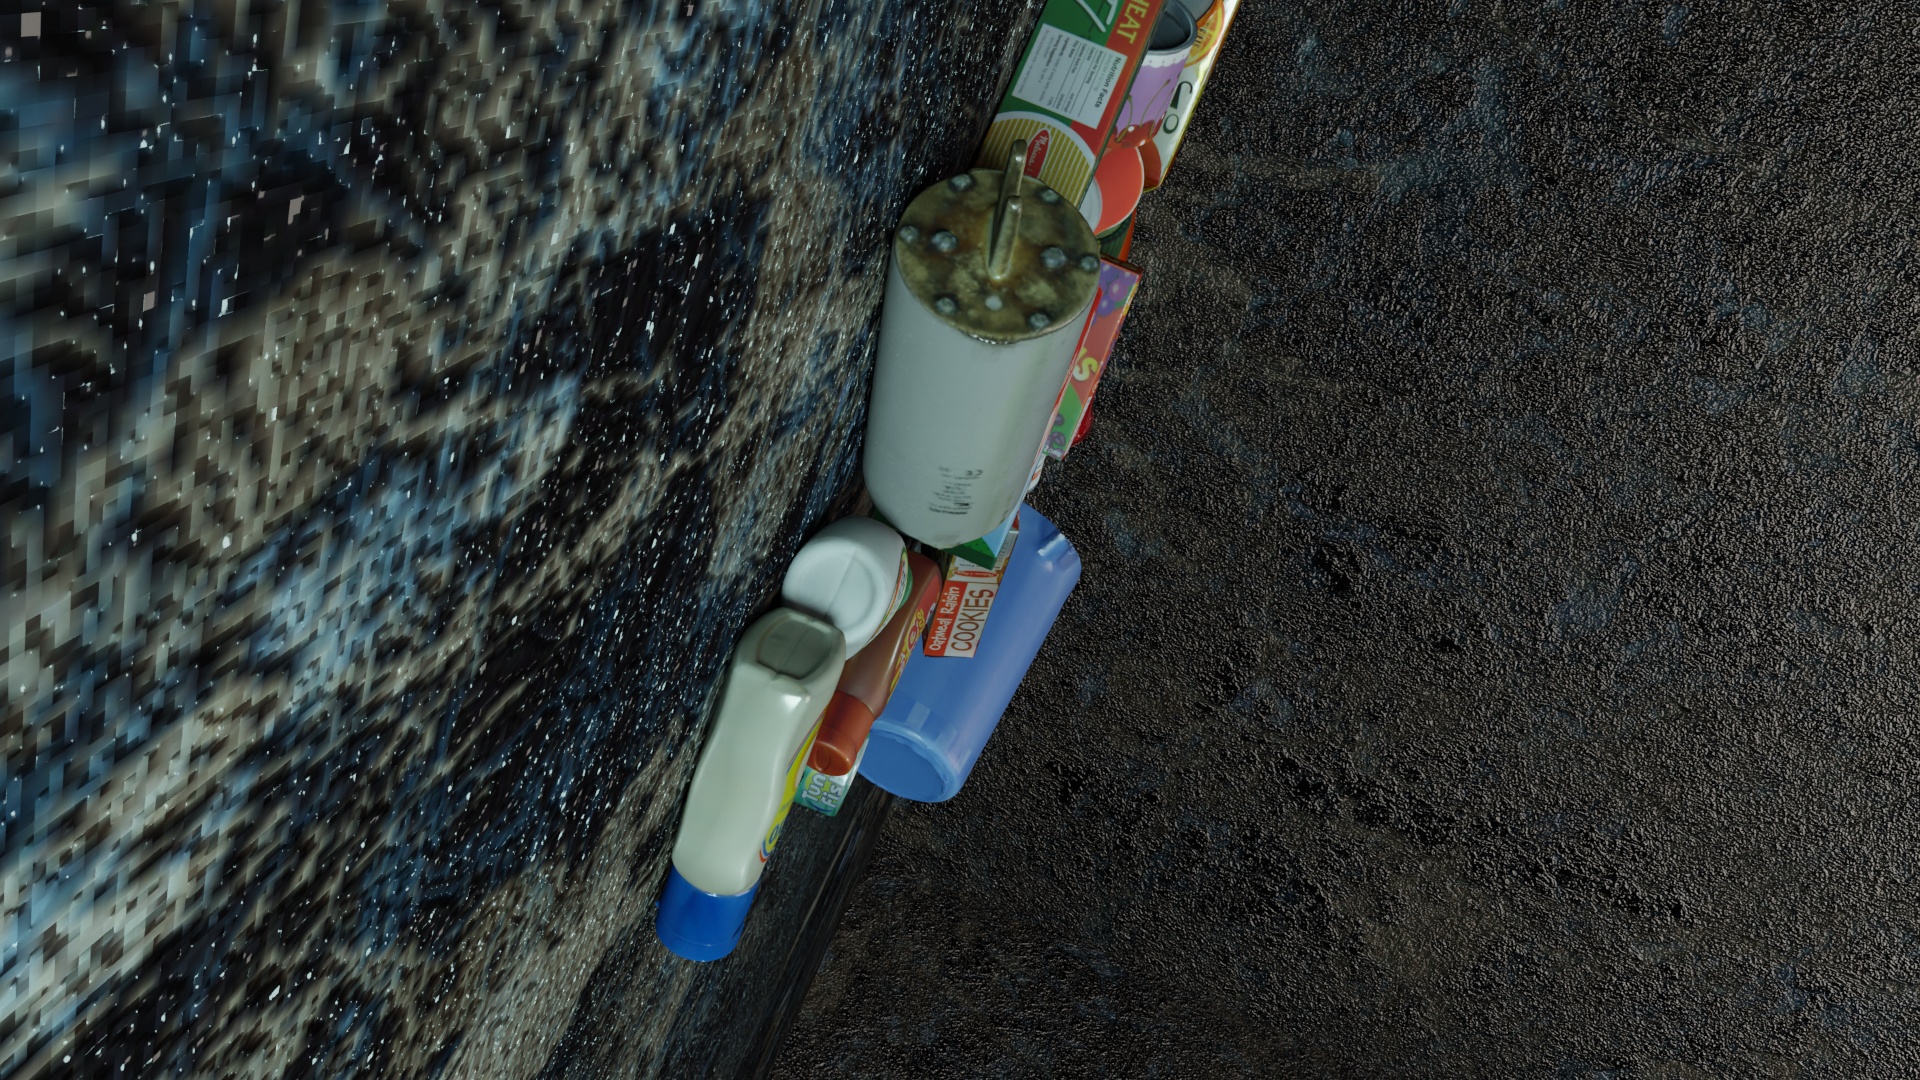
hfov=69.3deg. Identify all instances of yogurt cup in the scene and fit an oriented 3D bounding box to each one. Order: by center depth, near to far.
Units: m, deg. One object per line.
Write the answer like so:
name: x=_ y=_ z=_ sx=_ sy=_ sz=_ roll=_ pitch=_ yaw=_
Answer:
yogurt cup: x=0.060 y=-0.193 z=0.756 sx=0.054 sy=0.072 sz=0.072 roll=-51 pitch=165 yaw=-50

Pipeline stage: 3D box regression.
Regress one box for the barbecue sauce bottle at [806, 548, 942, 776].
barbecue sauce bottle: x=-0.057 y=0.076 z=0.863 sx=0.064 sy=0.044 sz=0.149 roll=105 pitch=8 yaw=-51

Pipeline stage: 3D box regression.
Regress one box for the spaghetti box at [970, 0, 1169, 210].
spaghetti box: x=0.067 y=-0.242 z=0.631 sx=0.028 sy=0.050 sz=0.250 roll=107 pitch=7 yaw=-78

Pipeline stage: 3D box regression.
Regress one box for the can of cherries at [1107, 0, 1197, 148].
can of cherries: x=0.076 y=-0.238 z=0.695 sx=0.058 sy=0.071 sz=0.072 roll=110 pitch=4 yaw=-50

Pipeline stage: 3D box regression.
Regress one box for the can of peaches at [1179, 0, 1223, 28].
can of peaches: x=0.136 y=-0.353 z=0.861 sx=0.058 sy=0.071 sz=0.071 roll=-61 pitch=173 yaw=-55

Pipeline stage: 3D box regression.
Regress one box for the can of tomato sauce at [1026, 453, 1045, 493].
can of tomato sauce: x=0.033 y=-0.085 z=1.025 sx=0.071 sy=0.071 sz=0.082 roll=-64 pitch=172 yaw=-45

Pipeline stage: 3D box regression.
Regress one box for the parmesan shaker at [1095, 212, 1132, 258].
parmesan shaker: x=0.076 y=-0.193 z=0.936 sx=0.102 sy=0.071 sz=0.071 roll=106 pitch=7 yaw=-64

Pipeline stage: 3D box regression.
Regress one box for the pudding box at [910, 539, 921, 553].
pudding box: x=-0.007 y=-0.003 z=1.081 sx=0.030 sy=0.050 sz=0.084 roll=105 pitch=8 yaw=-77

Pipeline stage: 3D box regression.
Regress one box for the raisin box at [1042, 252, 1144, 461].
raisin box: x=0.049 y=-0.123 z=0.850 sx=0.040 sy=0.086 sz=0.123 roll=-51 pitch=164 yaw=-72

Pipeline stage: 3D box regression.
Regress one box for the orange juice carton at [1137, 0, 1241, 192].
orange juice carton: x=0.138 y=-0.327 z=1.012 sx=0.072 sy=0.073 sz=0.191 roll=-61 pitch=174 yaw=-62

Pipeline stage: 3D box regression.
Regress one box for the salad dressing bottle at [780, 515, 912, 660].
salad dressing bottle: x=-0.047 y=0.020 z=0.637 sx=0.147 sy=0.044 sz=0.064 roll=-7 pitch=121 yaw=-87

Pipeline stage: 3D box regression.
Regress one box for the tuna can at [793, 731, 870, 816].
tuna can: x=-0.090 y=0.158 z=0.969 sx=0.071 sy=0.033 sz=0.071 roll=15 pitch=98 yaw=-87

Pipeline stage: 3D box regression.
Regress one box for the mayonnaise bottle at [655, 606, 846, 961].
mayonnaise bottle: x=-0.087 y=0.102 z=0.556 sx=0.065 sy=0.041 sz=0.147 roll=-64 pitch=175 yaw=-66

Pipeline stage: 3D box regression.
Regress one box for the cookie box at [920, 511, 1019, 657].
cookie box: x=0.003 y=-0.012 z=0.953 sx=0.166 sy=0.040 sz=0.123 roll=108 pitch=-15 yaw=-55

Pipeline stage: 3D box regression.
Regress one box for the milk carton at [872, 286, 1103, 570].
milk carton: x=0.016 y=-0.080 z=0.708 sx=0.189 sy=0.073 sz=0.073 roll=109 pitch=5 yaw=-46

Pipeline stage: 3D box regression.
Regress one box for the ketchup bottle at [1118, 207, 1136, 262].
ketchup bottle: x=0.096 y=-0.253 z=0.978 sx=0.044 sy=0.065 sz=0.148 roll=-49 pitch=156 yaw=-44
